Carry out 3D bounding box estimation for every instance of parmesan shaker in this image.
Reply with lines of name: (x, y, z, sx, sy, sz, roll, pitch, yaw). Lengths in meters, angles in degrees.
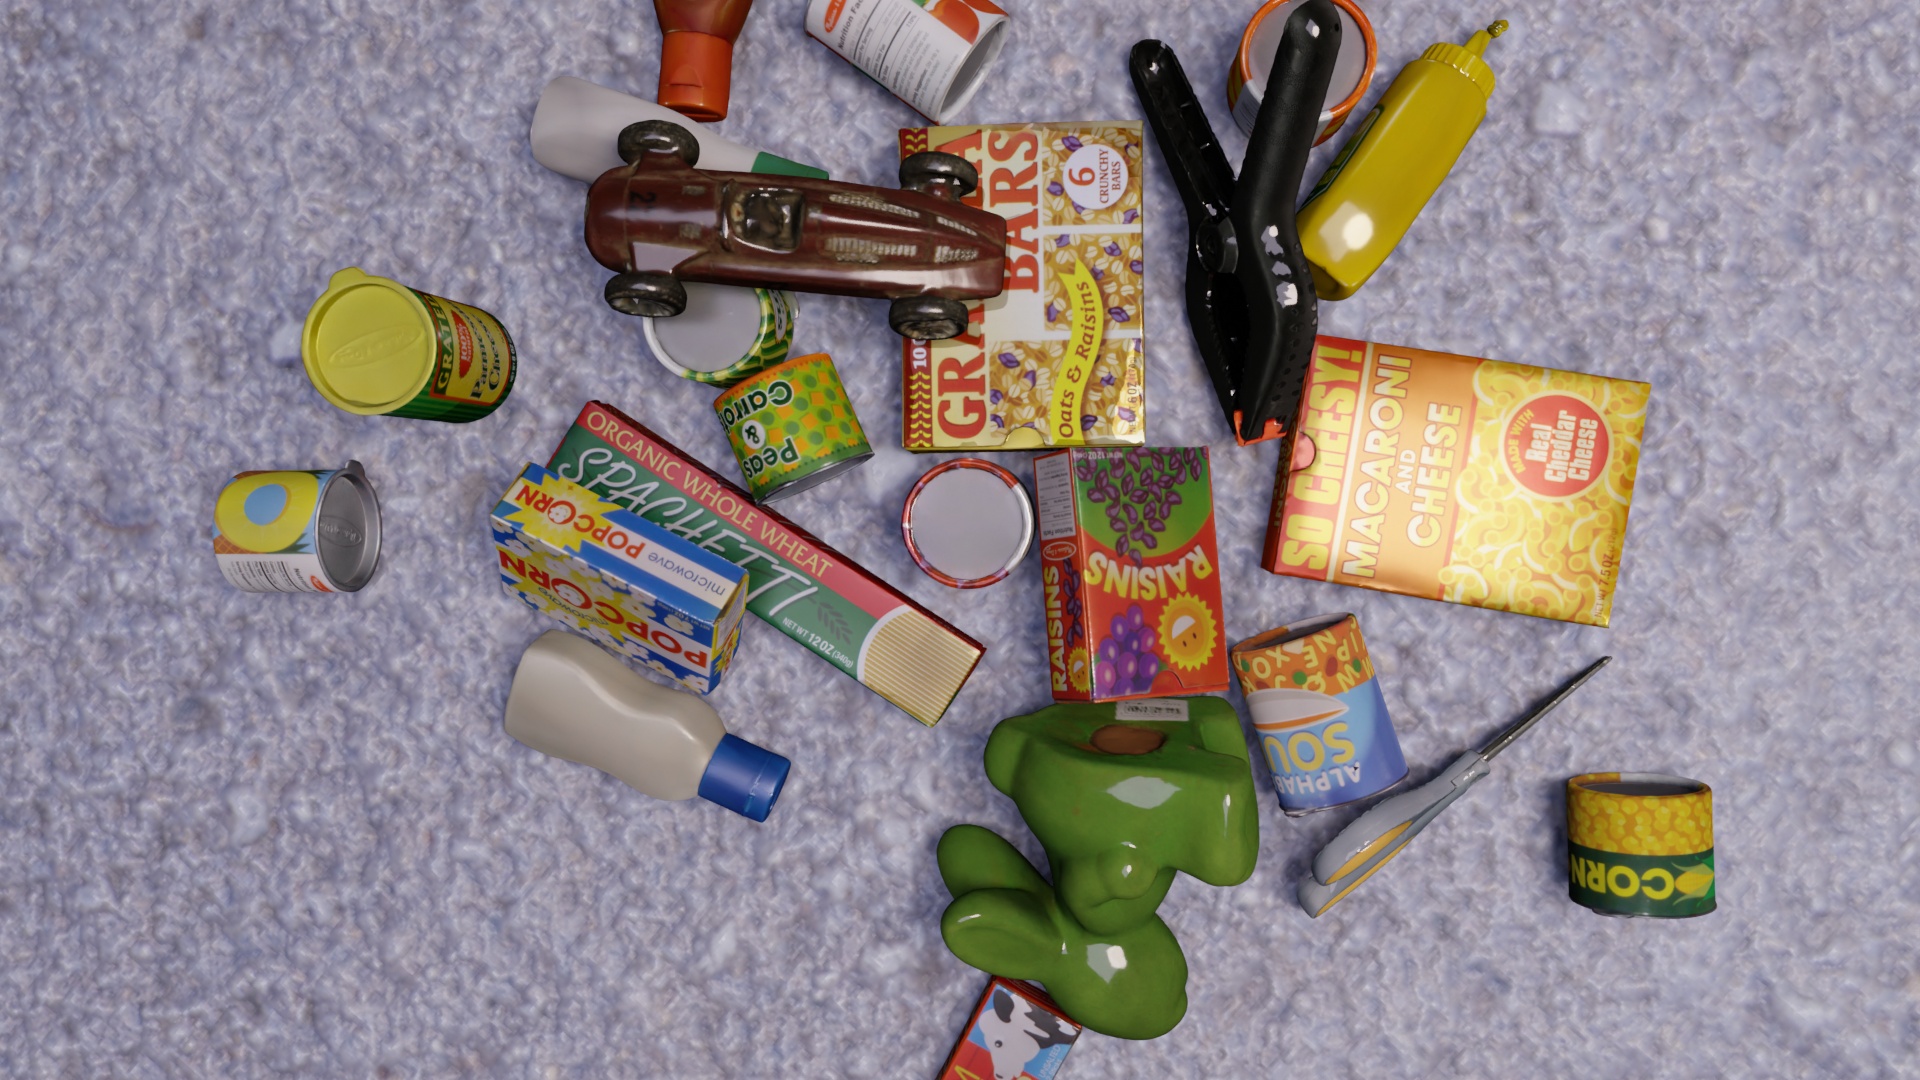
parmesan shaker: (-0.277, -0.097, 0.707, 0.071, 0.103, 0.071, 0, 92, 4)

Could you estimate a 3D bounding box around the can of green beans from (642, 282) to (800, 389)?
can of green beans: (-0.124, -0.113, 0.717, 0.071, 0.058, 0.071, 0, 92, 4)

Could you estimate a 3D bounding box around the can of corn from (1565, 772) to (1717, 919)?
can of corn: (0.332, 0.149, 0.682, 0.071, 0.071, 0.058, -2, 91, 5)

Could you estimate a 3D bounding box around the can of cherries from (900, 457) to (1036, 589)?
can of cherries: (0.003, -0.009, 0.710, 0.071, 0.058, 0.071, 0, 92, 4)

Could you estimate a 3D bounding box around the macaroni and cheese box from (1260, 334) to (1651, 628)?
macaroni and cheese box: (0.246, -0.031, 0.699, 0.166, 0.040, 0.123, 9, 91, 4)

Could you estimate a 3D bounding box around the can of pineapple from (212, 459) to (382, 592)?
can of pineapple: (-0.349, -0.007, 0.735, 0.058, 0.071, 0.071, 0, 92, 5)

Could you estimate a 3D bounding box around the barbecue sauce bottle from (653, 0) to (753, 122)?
barbecue sauce bottle: (-0.133, -0.295, 0.721, 0.065, 0.044, 0.148, 5, 92, 4)

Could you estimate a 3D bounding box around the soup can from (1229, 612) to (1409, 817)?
soup can: (0.176, 0.086, 0.692, 0.071, 0.071, 0.083, -19, 90, 5)

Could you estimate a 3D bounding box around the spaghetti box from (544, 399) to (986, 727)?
spaghetti box: (-0.104, 0.011, 0.734, 0.250, 0.029, 0.050, 33, 93, 3)

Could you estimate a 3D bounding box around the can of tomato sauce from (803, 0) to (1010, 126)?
can of tomato sauce: (-0.025, -0.262, 0.703, 0.083, 0.071, 0.071, 36, 94, 2)

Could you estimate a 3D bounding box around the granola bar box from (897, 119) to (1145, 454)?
granola bar box: (0.032, -0.128, 0.714, 0.124, 0.039, 0.165, -1, 91, 5)

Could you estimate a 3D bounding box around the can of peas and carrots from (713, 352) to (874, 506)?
can of peas and carrots: (-0.087, -0.056, 0.710, 0.071, 0.071, 0.058, -24, 89, 5)

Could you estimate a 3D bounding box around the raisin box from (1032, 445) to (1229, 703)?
raisin box: (0.086, 0.016, 0.689, 0.086, 0.040, 0.123, -2, 86, -31)

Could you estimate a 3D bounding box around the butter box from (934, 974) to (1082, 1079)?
butter box: (0.017, 0.284, 0.733, 0.053, 0.024, 0.103, 29, 94, 3)

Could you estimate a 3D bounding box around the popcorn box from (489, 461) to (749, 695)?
popcorn box: (-0.173, 0.022, 0.710, 0.127, 0.084, 0.038, 27, 59, 3)

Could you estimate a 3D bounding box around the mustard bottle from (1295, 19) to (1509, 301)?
mustard bottle: (0.219, -0.194, 0.688, 0.049, 0.065, 0.160, 36, 88, -3)

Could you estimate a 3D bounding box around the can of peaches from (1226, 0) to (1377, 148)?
can of peaches: (0.169, -0.235, 0.691, 0.071, 0.058, 0.071, 0, 92, 5)

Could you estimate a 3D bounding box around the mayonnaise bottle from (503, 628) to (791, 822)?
mayonnaise bottle: (-0.164, 0.103, 0.733, 0.148, 0.041, 0.064, 24, 114, 2)

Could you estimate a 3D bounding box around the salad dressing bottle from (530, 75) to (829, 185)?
salad dressing bottle: (-0.143, -0.195, 0.718, 0.148, 0.064, 0.044, 17, 73, -4)
